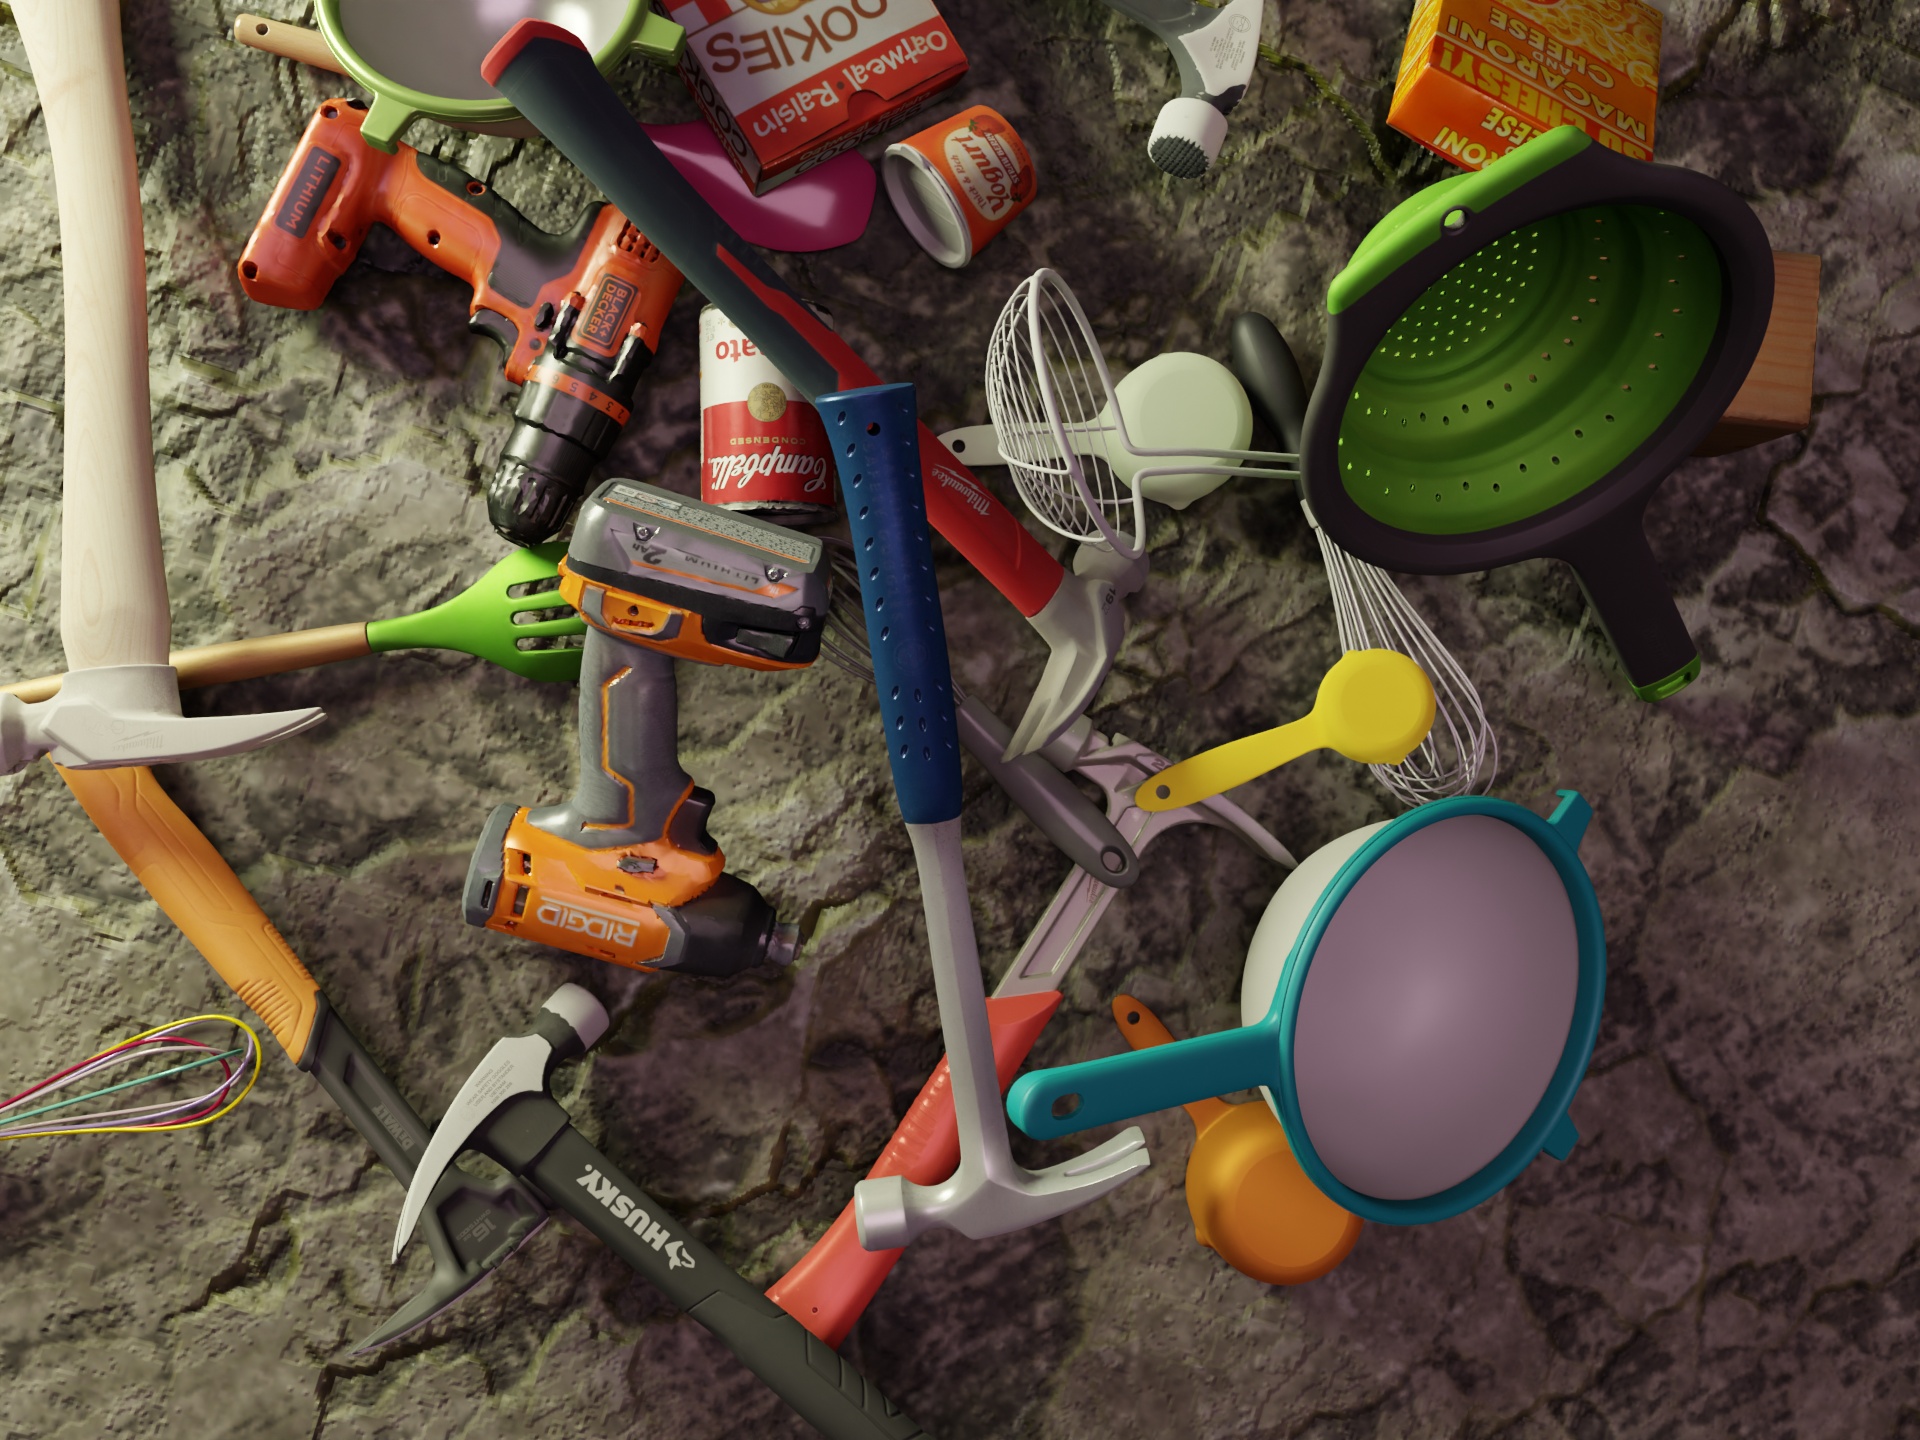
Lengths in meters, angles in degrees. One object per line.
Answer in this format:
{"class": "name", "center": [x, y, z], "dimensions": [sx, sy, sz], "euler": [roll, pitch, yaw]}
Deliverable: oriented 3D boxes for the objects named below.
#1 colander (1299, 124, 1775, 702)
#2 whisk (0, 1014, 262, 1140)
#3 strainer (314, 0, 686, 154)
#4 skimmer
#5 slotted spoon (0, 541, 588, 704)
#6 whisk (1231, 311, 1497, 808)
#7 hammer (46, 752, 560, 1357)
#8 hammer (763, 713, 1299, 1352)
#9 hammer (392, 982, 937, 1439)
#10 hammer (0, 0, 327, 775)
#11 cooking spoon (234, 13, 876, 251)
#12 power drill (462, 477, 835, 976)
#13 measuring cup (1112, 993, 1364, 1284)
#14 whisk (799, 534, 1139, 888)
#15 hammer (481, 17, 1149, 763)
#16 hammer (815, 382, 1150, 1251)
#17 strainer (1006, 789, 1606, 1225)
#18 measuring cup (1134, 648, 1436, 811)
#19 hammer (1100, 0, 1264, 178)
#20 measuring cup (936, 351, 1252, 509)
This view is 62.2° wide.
{"class": "colander", "center": [0.273, -0.130, 0.745], "dimensions": [0.204, 0.095, 0.396], "euler": [-32, 138, 17]}
{"class": "whisk", "center": [-0.455, 0.195, 0.760], "dimensions": [0.245, 0.051, 0.047], "euler": [-16, 98, -3]}
{"class": "strainer", "center": [-0.240, -0.372, 0.766], "dimensions": [0.151, 0.069, 0.256], "euler": [-22, 73, -10]}
{"class": "skimmer", "center": [0.167, -0.131, 0.740], "dimensions": [0.363, 0.090, 0.127], "euler": [-1, 72, -29]}
{"class": "slotted spoon", "center": [-0.315, -0.034, 0.782], "dimensions": [0.313, 0.031, 0.070], "euler": [-10, 99, -5]}
{"class": "whisk", "center": [0.203, -0.082, 0.827], "dimensions": [0.070, 0.070, 0.284], "euler": [-22, 88, -6]}
{"class": "hammer", "center": [-0.329, 0.133, 0.753], "dimensions": [0.337, 0.034, 0.127], "euler": [53, 47, -1]}
{"class": "hammer", "center": [0.020, 0.178, 0.811], "dimensions": [0.149, 0.036, 0.359], "euler": [32, 87, 1]}
{"class": "hammer", "center": [-0.110, 0.282, 0.748], "dimensions": [0.335, 0.035, 0.146], "euler": [40, 51, 1]}
{"class": "hammer", "center": [-0.391, -0.183, 0.747], "dimensions": [0.146, 0.038, 0.411], "euler": [-5, 84, -17]}
{"class": "cooking spoon", "center": [-0.199, -0.301, 0.795], "dimensions": [0.319, 0.017, 0.069], "euler": [13, 89, -7]}
{"class": "power drill", "center": [-0.131, 0.017, 0.755], "dimensions": [0.164, 0.084, 0.226], "euler": [17, 108, -7]}
{"class": "measuring cup", "center": [0.138, 0.213, 0.819], "dimensions": [0.095, 0.052, 0.173], "euler": [-39, 93, -5]}
{"class": "whisk", "center": [-0.002, -0.002, 0.786], "dimensions": [0.239, 0.055, 0.055], "euler": [44, 86, 5]}
{"class": "hammer", "center": [-0.066, -0.148, 0.723], "dimensions": [0.386, 0.038, 0.143], "euler": [43, 53, -20]}
{"class": "hammer", "center": [-0.005, 0.053, 0.722], "dimensions": [0.144, 0.035, 0.405], "euler": [-9, 106, -1]}
{"class": "strainer", "center": [0.158, 0.141, 0.768], "dimensions": [0.340, 0.095, 0.211], "euler": [-7, 101, -26]}
{"class": "measuring cup", "center": [0.159, 0.011, 0.784], "dimensions": [0.156, 0.029, 0.062], "euler": [-22, 83, 3]}
{"class": "hammer", "center": [-0.030, -0.423, 0.771], "dimensions": [0.408, 0.036, 0.149], "euler": [25, 75, -13]}
{"class": "measuring cup", "center": [0.069, -0.148, 0.816], "dimensions": [0.167, 0.038, 0.083], "euler": [-6, 91, -8]}
